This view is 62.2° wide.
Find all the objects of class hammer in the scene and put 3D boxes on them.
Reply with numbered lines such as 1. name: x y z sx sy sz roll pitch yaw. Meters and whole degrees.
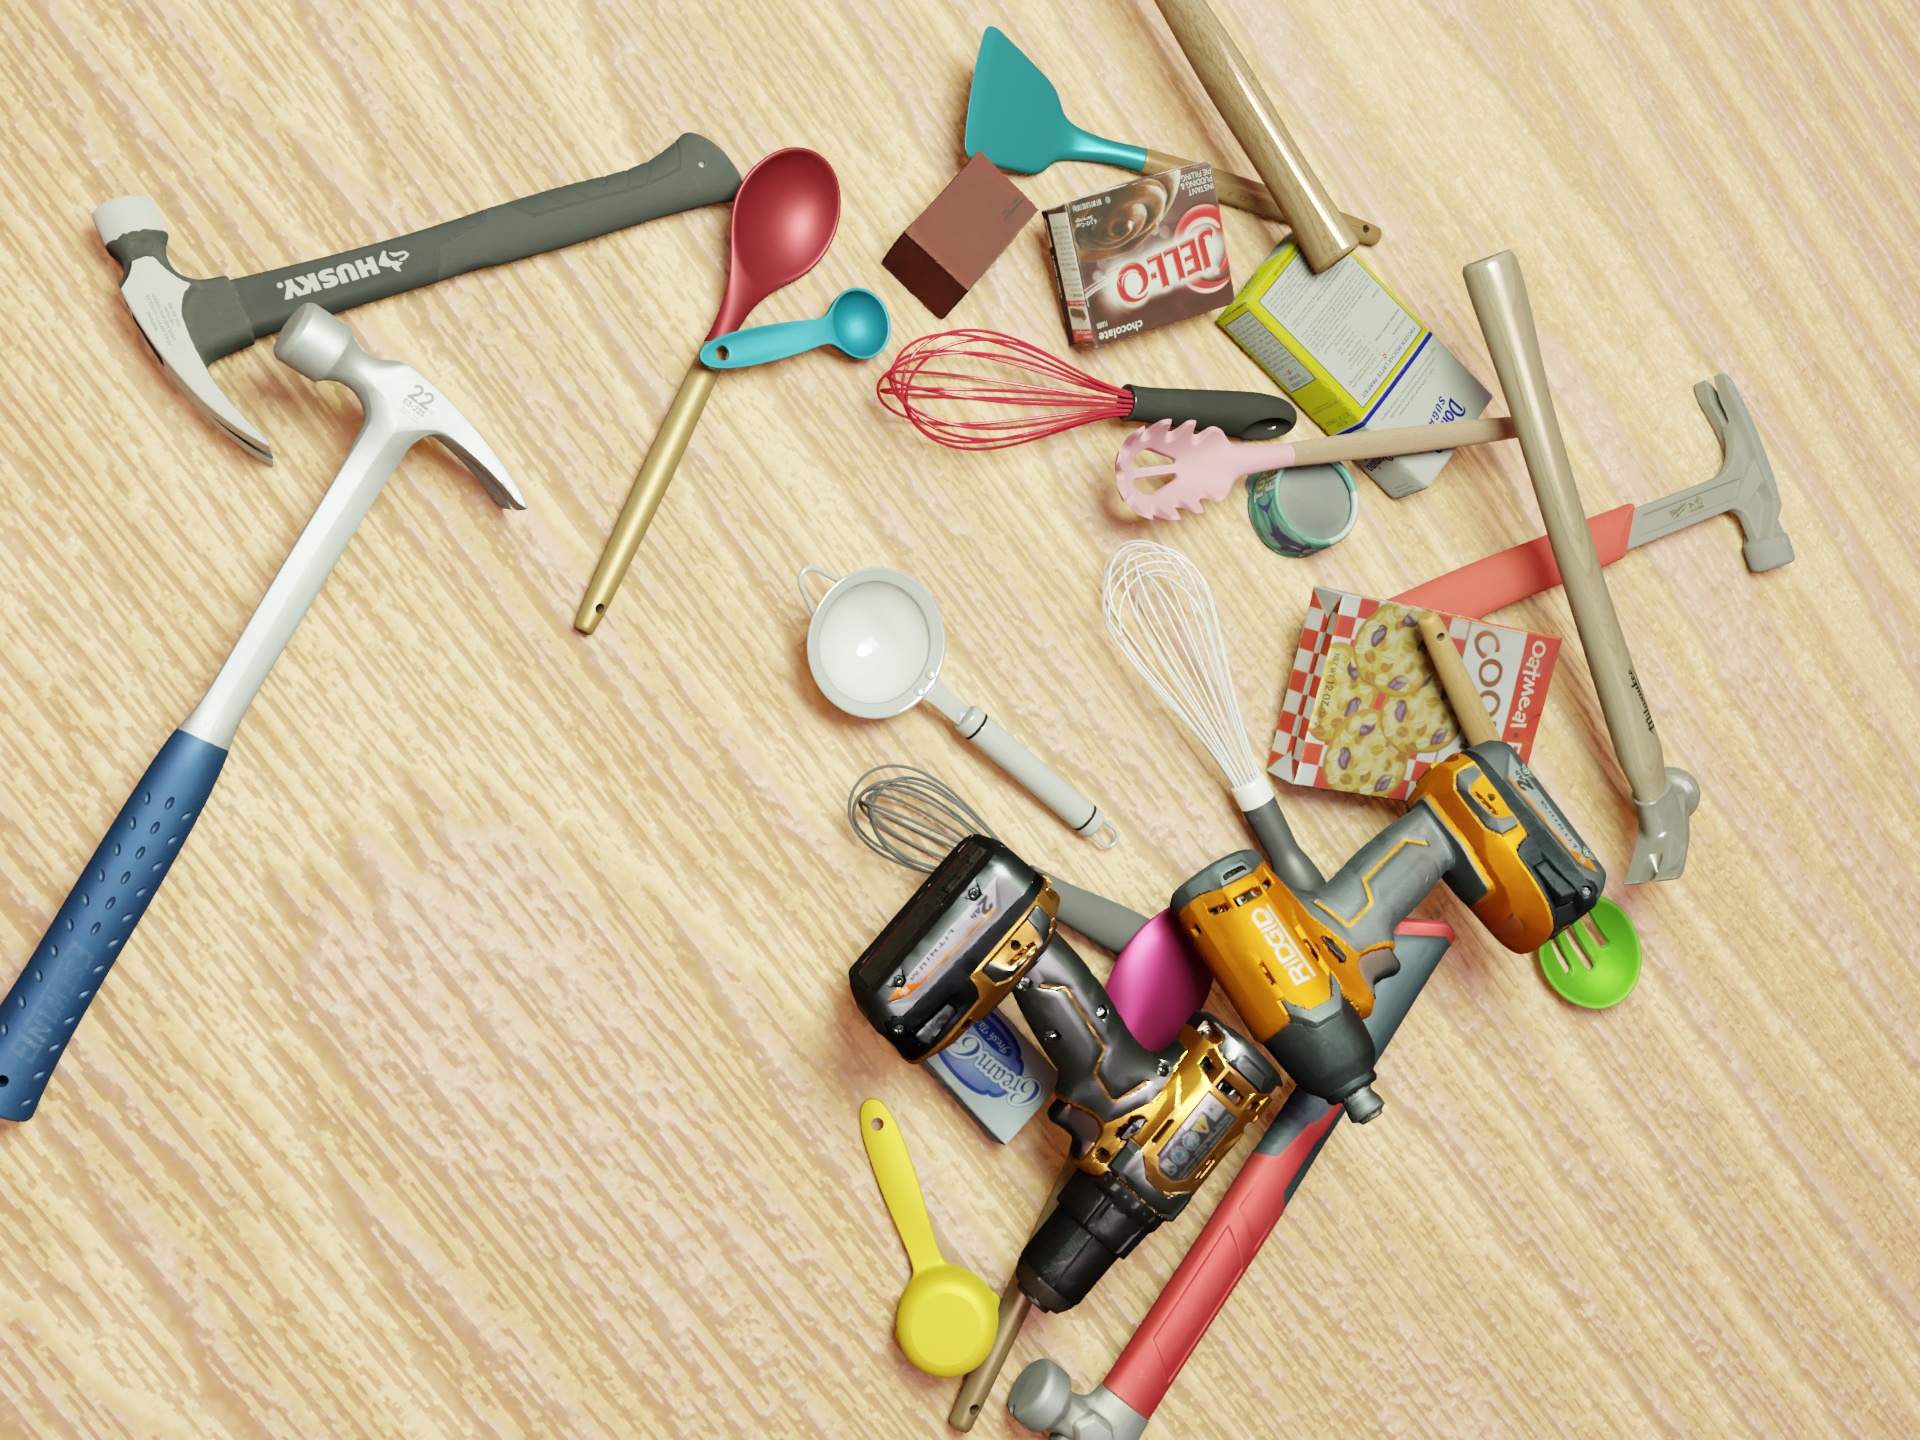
1. hammer: -0.273 -0.254 0.871 0.335 0.035 0.146 -25 90 -22
2. hammer: 0.193 0.284 0.946 0.143 0.038 0.386 41 74 -11
3. hammer: 0.153 -0.432 1.000 0.031 0.130 0.331 -34 93 -25
4. hammer: 0.435 -0.131 1.113 0.359 0.037 0.149 -20 89 -22
5. hammer: 0.395 -0.096 1.018 0.146 0.038 0.410 -37 108 -55
6. hammer: -0.362 0.003 0.784 0.144 0.035 0.405 35 75 -35

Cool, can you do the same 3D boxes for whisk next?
1. whisk: 0.040 0.092 0.930 0.238 0.055 0.055 29 73 -19
2. whisk: 0.086 -0.198 0.985 0.295 0.073 0.073 0 82 -25
3. whisk: 0.165 0.016 0.984 0.070 0.070 0.284 -31 98 -22

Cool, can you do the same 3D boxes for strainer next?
1. strainer: -0.001 -0.003 0.931 0.258 0.050 0.087 40 77 -17

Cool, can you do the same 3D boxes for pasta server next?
1. pasta server: 0.236 -0.171 1.006 0.316 0.040 0.060 -9 100 -17

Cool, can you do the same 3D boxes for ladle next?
1. ladle: -0.149 -0.190 0.910 0.069 0.031 0.315 34 73 -40

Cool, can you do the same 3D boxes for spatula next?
1. spatula: 0.146 -0.359 1.037 0.317 0.044 0.082 10 89 -20

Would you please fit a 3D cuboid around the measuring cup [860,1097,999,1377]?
1. measuring cup: -0.025 0.285 0.876 0.062 0.029 0.156 -20 85 -2

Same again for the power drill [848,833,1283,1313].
1. power drill: 0.042 0.196 0.865 0.226 0.084 0.185 43 83 -13

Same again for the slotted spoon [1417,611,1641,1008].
1. slotted spoon: 0.360 0.060 1.021 0.070 0.031 0.313 -34 111 -5

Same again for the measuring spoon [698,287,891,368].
1. measuring spoon: -0.099 -0.223 0.929 0.128 0.021 0.042 -21 103 -31

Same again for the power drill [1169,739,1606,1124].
1. power drill: 0.256 0.122 0.923 0.226 0.084 0.164 -24 68 -17

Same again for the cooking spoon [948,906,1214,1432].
1. cooking spoon: 0.070 0.255 0.916 0.068 0.017 0.319 33 77 -23
